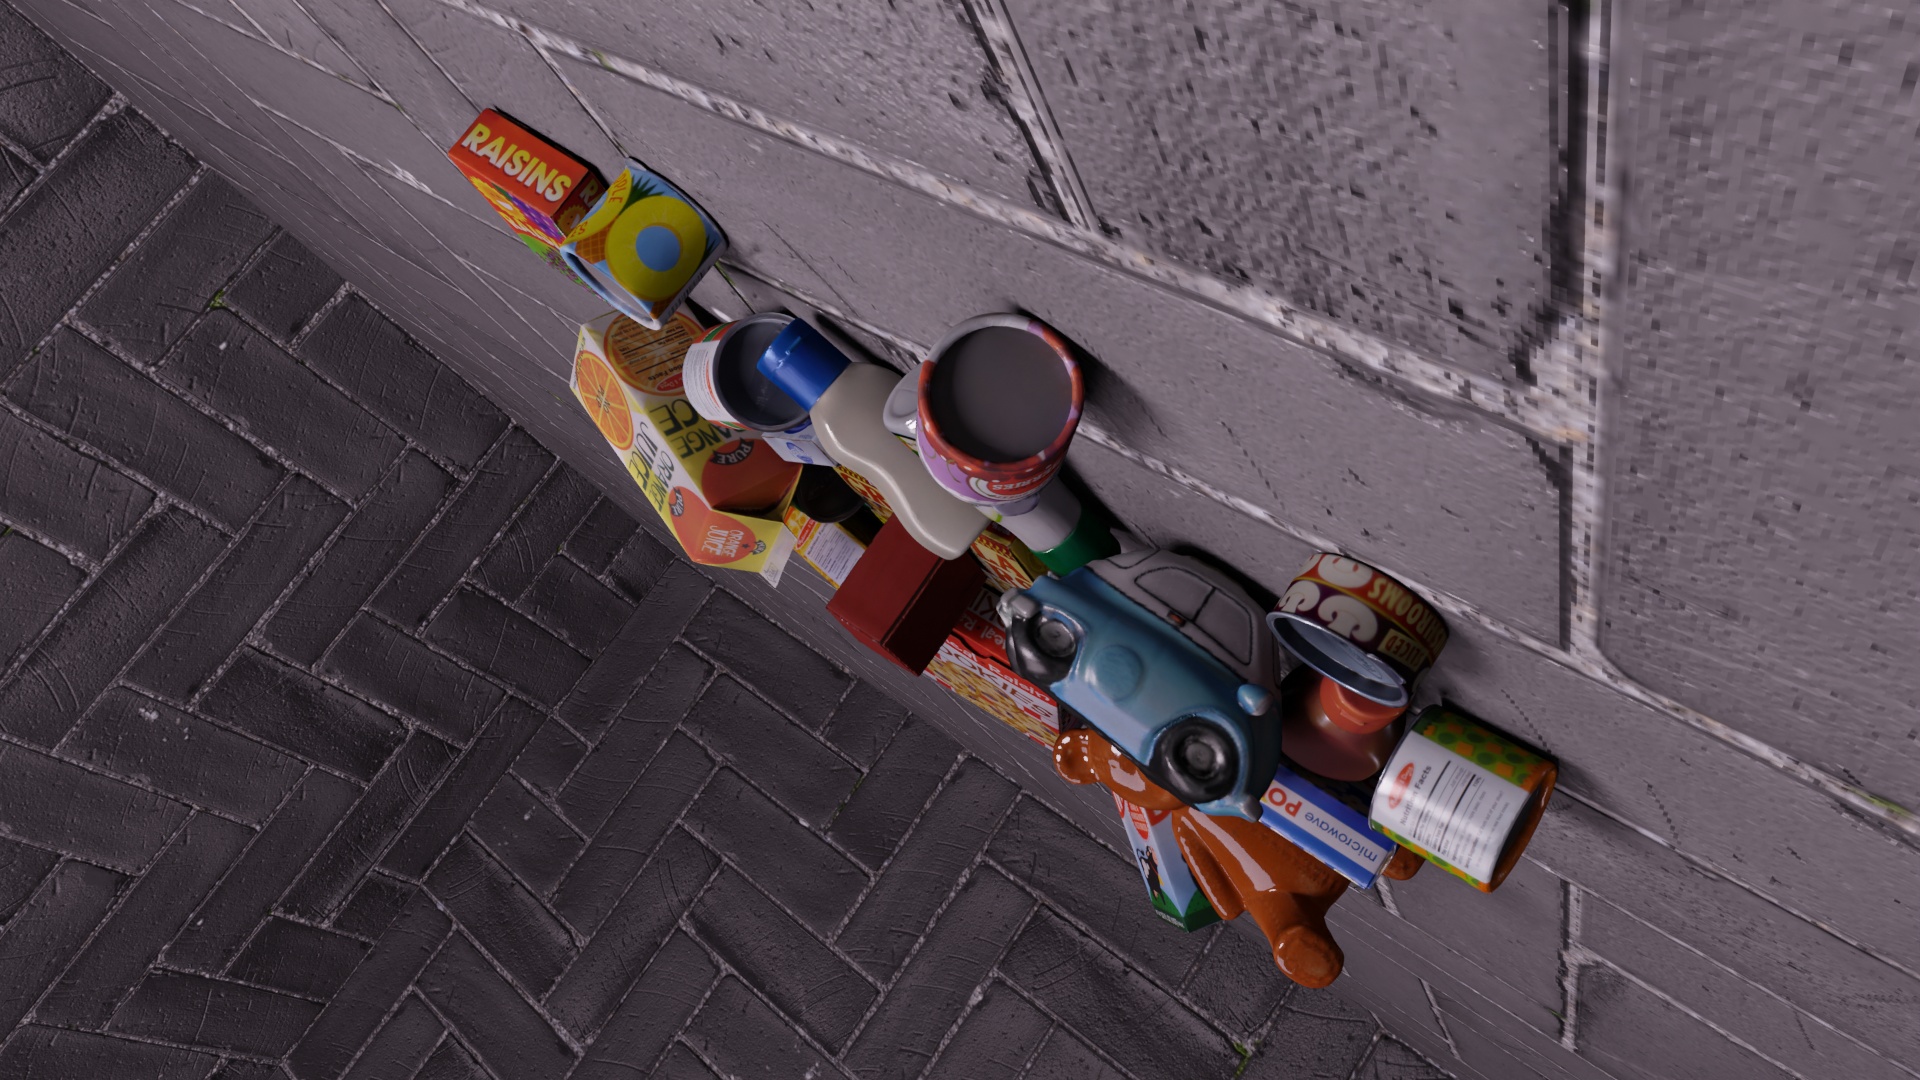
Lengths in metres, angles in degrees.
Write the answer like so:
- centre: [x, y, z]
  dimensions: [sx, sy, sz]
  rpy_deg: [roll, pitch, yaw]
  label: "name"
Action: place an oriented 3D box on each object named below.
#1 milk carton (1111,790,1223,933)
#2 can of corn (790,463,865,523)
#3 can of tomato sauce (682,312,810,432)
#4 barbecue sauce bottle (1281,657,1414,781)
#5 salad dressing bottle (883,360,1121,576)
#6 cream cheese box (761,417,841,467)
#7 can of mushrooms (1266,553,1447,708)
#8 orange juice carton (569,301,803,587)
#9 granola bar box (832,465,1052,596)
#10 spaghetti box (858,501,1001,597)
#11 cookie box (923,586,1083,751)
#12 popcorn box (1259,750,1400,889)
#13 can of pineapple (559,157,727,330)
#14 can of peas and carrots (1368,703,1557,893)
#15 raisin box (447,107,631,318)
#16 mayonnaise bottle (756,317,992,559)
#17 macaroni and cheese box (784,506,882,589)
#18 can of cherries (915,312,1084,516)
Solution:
- centre: [0.144, 0.160, 0.947]
  dimensions: [0.072, 0.073, 0.190]
  rpy_deg: [139, 111, -78]
  label: "milk carton"
- centre: [-0.101, -0.053, 0.935]
  dimensions: [0.058, 0.071, 0.071]
  rpy_deg: [26, 166, 43]
  label: "can of corn"
- centre: [-0.119, -0.097, 0.807]
  dimensions: [0.071, 0.071, 0.083]
  rpy_deg: [40, 169, -21]
  label: "can of tomato sauce"
- centre: [0.186, 0.082, 0.671]
  dimensions: [0.065, 0.044, 0.148]
  rpy_deg: [30, 168, 13]
  label: "barbecue sauce bottle"
- centre: [0.025, -0.029, 0.696]
  dimensions: [0.147, 0.044, 0.064]
  rpy_deg: [42, 167, -31]
  label: "salad dressing bottle"
- centre: [-0.079, -0.071, 0.818]
  dimensions: [0.024, 0.053, 0.104]
  rpy_deg: [45, 167, -21]
  label: "cream cheese box"
- centre: [0.164, 0.037, 0.570]
  dimensions: [0.071, 0.033, 0.071]
  rpy_deg: [35, 170, 8]
  label: "can of mushrooms"
- centre: [-0.166, -0.059, 0.889]
  dimensions: [0.193, 0.073, 0.071]
  rpy_deg: [53, 147, 12]
  label: "orange juice carton"
- centre: [0.003, -0.011, 0.862]
  dimensions: [0.166, 0.039, 0.124]
  rpy_deg: [28, 167, 37]
  label: "granola bar box"
- centre: [-0.047, -0.023, 0.998]
  dimensions: [0.250, 0.029, 0.050]
  rpy_deg: [35, 170, 9]
  label: "spaghetti box"
- centre: [0.026, 0.084, 0.950]
  dimensions: [0.123, 0.040, 0.167]
  rpy_deg: [30, 163, 15]
  label: "cookie box"
- centre: [0.190, 0.130, 0.772]
  dimensions: [0.127, 0.038, 0.085]
  rpy_deg: [32, -154, 21]
  label: "popcorn box"
- centre: [-0.166, -0.153, 0.723]
  dimensions: [0.071, 0.058, 0.071]
  rpy_deg: [35, 169, 8]
  label: "can of pineapple"
- centre: [0.229, 0.116, 0.630]
  dimensions: [0.059, 0.071, 0.070]
  rpy_deg: [28, 167, 33]
  label: "can of peas and carrots"
- centre: [-0.236, -0.193, 0.828]
  dimensions: [0.086, 0.040, 0.123]
  rpy_deg: [33, 171, 18]
  label: "raisin box"
- centre: [-0.041, -0.058, 0.742]
  dimensions: [0.148, 0.065, 0.041]
  rpy_deg: [41, 166, -4]
  label: "mayonnaise bottle"
- centre: [-0.087, -0.005, 1.033]
  dimensions: [0.167, 0.040, 0.123]
  rpy_deg: [38, -170, 35]
  label: "macaroni and cheese box"
- centre: [0.016, -0.050, 0.563]
  dimensions: [0.071, 0.071, 0.058]
  rpy_deg: [35, 168, 5]
  label: "can of cherries"
